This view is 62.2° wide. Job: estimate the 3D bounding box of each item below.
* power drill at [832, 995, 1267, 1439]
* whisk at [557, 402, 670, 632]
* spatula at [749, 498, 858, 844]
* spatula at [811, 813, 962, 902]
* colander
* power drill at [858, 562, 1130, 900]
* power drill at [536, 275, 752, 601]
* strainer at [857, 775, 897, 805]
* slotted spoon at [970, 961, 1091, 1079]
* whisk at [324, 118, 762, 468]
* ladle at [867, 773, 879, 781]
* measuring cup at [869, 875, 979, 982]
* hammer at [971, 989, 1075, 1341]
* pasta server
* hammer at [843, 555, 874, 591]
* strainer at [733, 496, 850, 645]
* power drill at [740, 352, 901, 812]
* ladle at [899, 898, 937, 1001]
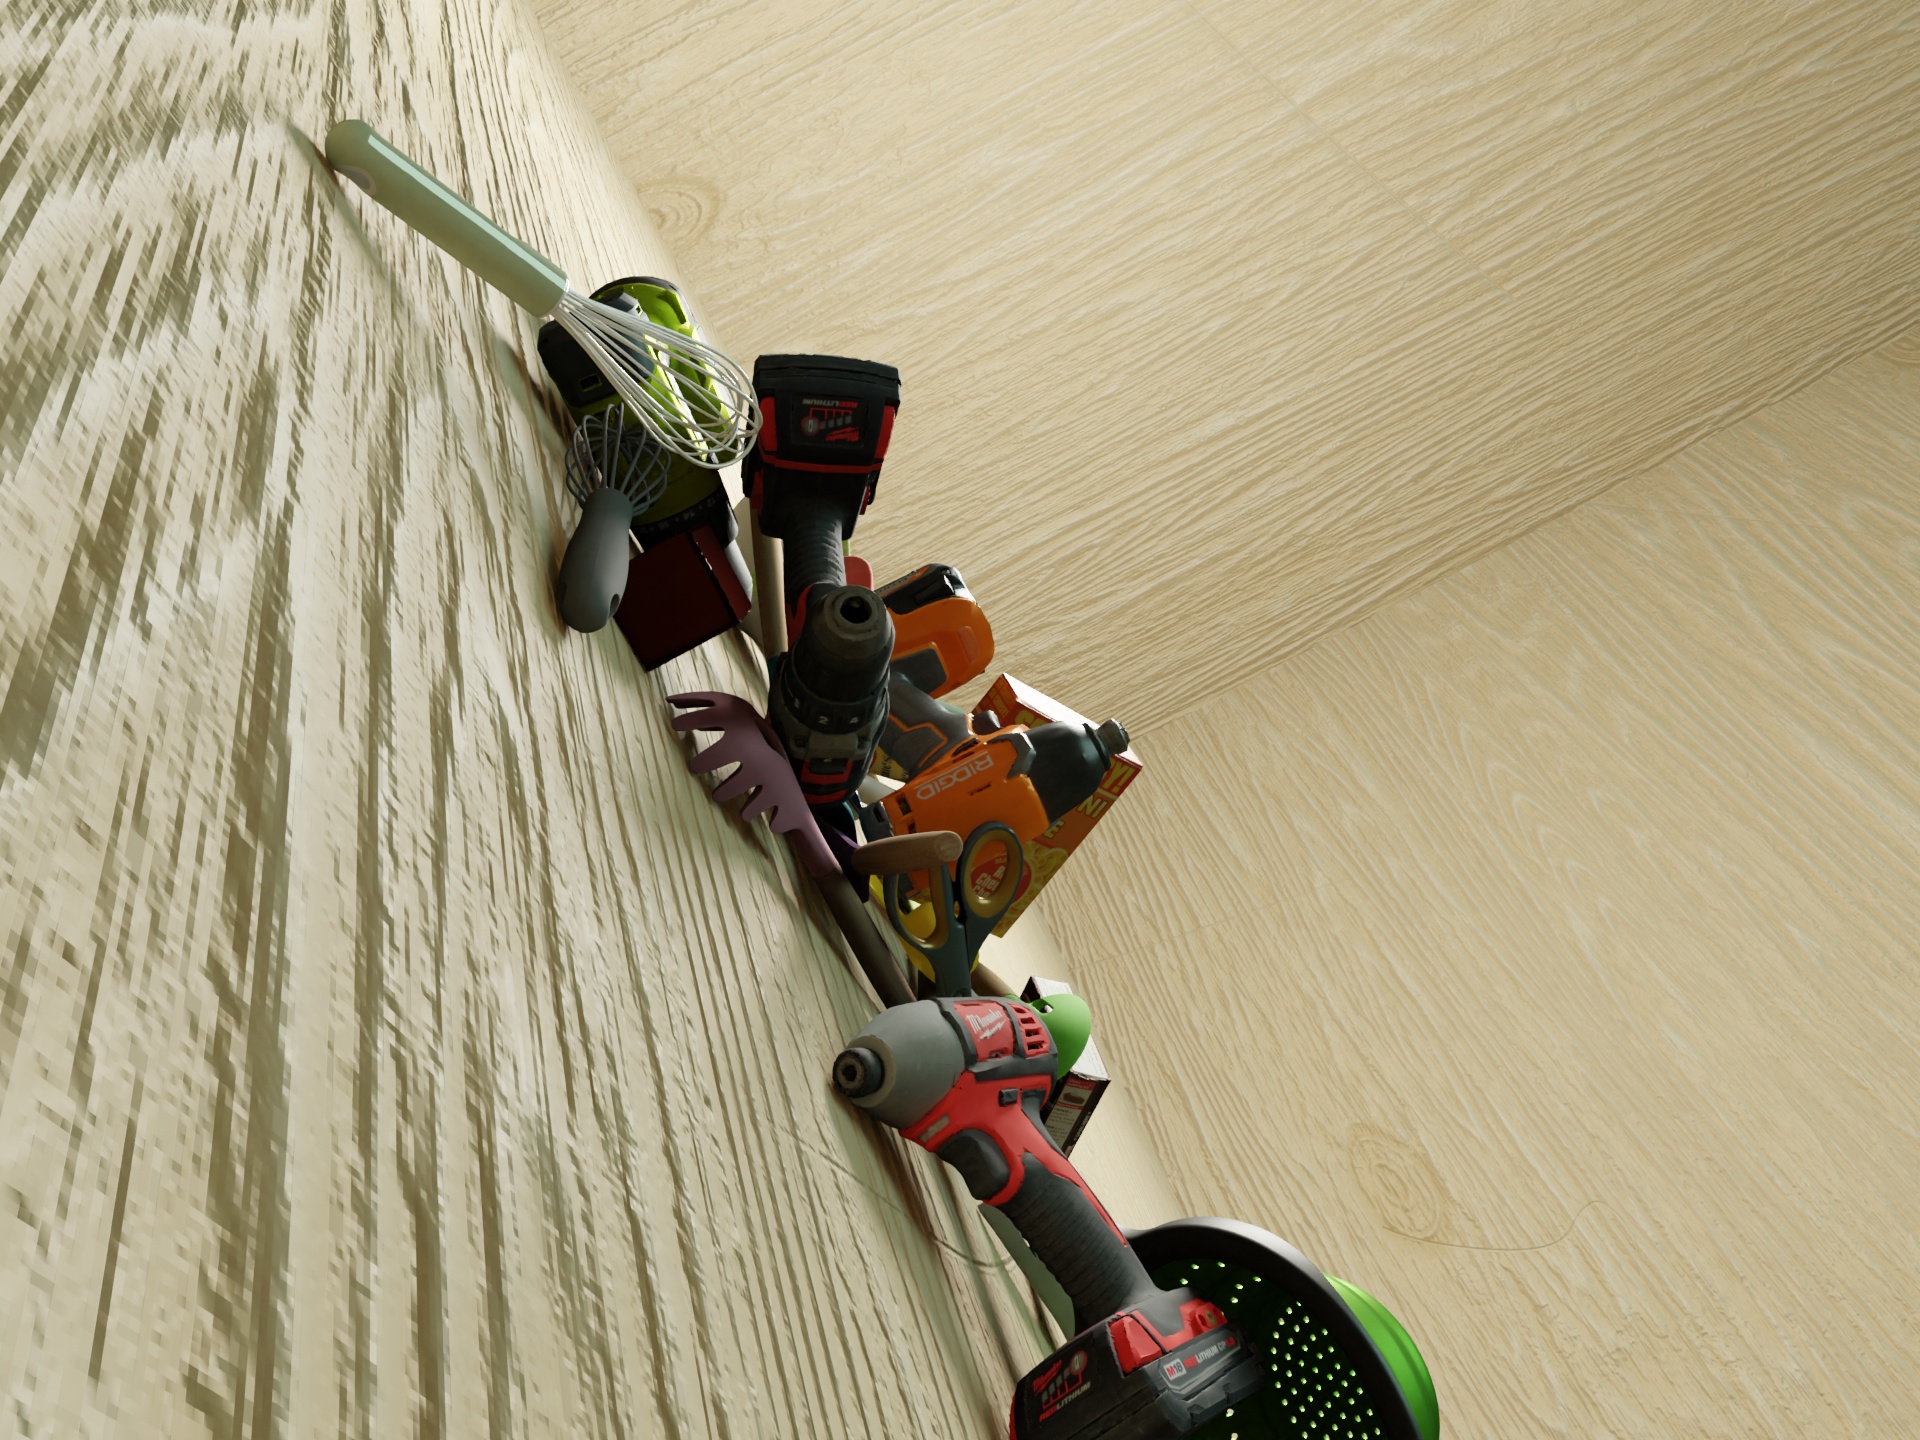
[{"bbox_3d":[0.029,0.221,0.708,0.143,0.078,0.220,14,38,-57],"label":"power drill"},{"bbox_3d":[-0.166,-0.094,0.739,0.055,0.055,0.239,61,7,-28],"label":"whisk"},{"bbox_3d":[-0.103,-0.058,0.979,0.082,0.044,0.318,96,-14,-61],"label":"spatula"},{"bbox_3d":[-0.045,0.069,0.813,0.060,0.018,0.316,61,-16,-2],"label":"spatula"},{"bbox_3d":[0.110,0.282,0.800,0.094,0.204,0.397,-5,40,-43],"label":"colander"},{"bbox_3d":[-0.002,-0.003,0.988,0.084,0.164,0.227,65,-2,-40],"label":"power drill"},{"bbox_3d":[-0.180,-0.172,0.965,0.229,0.080,0.190,-109,176,-65],"label":"power drill"},{"bbox_3d":[-0.046,0.062,1.134,0.087,0.050,0.258,13,-12,37],"label":"strainer"},{"bbox_3d":[0.025,0.181,1.030,0.031,0.070,0.314,49,-6,-6],"label":"slotted spoon"},{"bbox_3d":[-0.183,-0.193,0.736,0.058,0.059,0.246,5,-20,44],"label":"whisk"},{"bbox_3d":[-0.113,-0.013,1.300,0.069,0.031,0.315,-109,174,-46],"label":"ladle"},{"bbox_3d":[-0.042,0.105,1.037,0.156,0.029,0.062,52,15,5],"label":"measuring cup"},{"bbox_3d":[0.029,0.260,1.060,0.149,0.036,0.409,60,2,-22],"label":"hammer"},{"bbox_3d":[-0.070,0.098,0.845,0.060,0.040,0.315,-116,-179,-50],"label":"pasta server"},{"bbox_3d":[-0.050,-0.004,1.259,0.358,0.037,0.149,74,12,-51],"label":"hammer"},{"bbox_3d":[-0.124,-0.083,1.179,0.256,0.069,0.152,72,24,-54],"label":"strainer"},{"bbox_3d":[-0.070,-0.083,0.832,0.187,0.080,0.227,115,-26,-62],"label":"power drill"},{"bbox_3d":[-0.014,0.155,1.116,0.078,0.062,0.320,41,8,-9],"label":"ladle"}]
